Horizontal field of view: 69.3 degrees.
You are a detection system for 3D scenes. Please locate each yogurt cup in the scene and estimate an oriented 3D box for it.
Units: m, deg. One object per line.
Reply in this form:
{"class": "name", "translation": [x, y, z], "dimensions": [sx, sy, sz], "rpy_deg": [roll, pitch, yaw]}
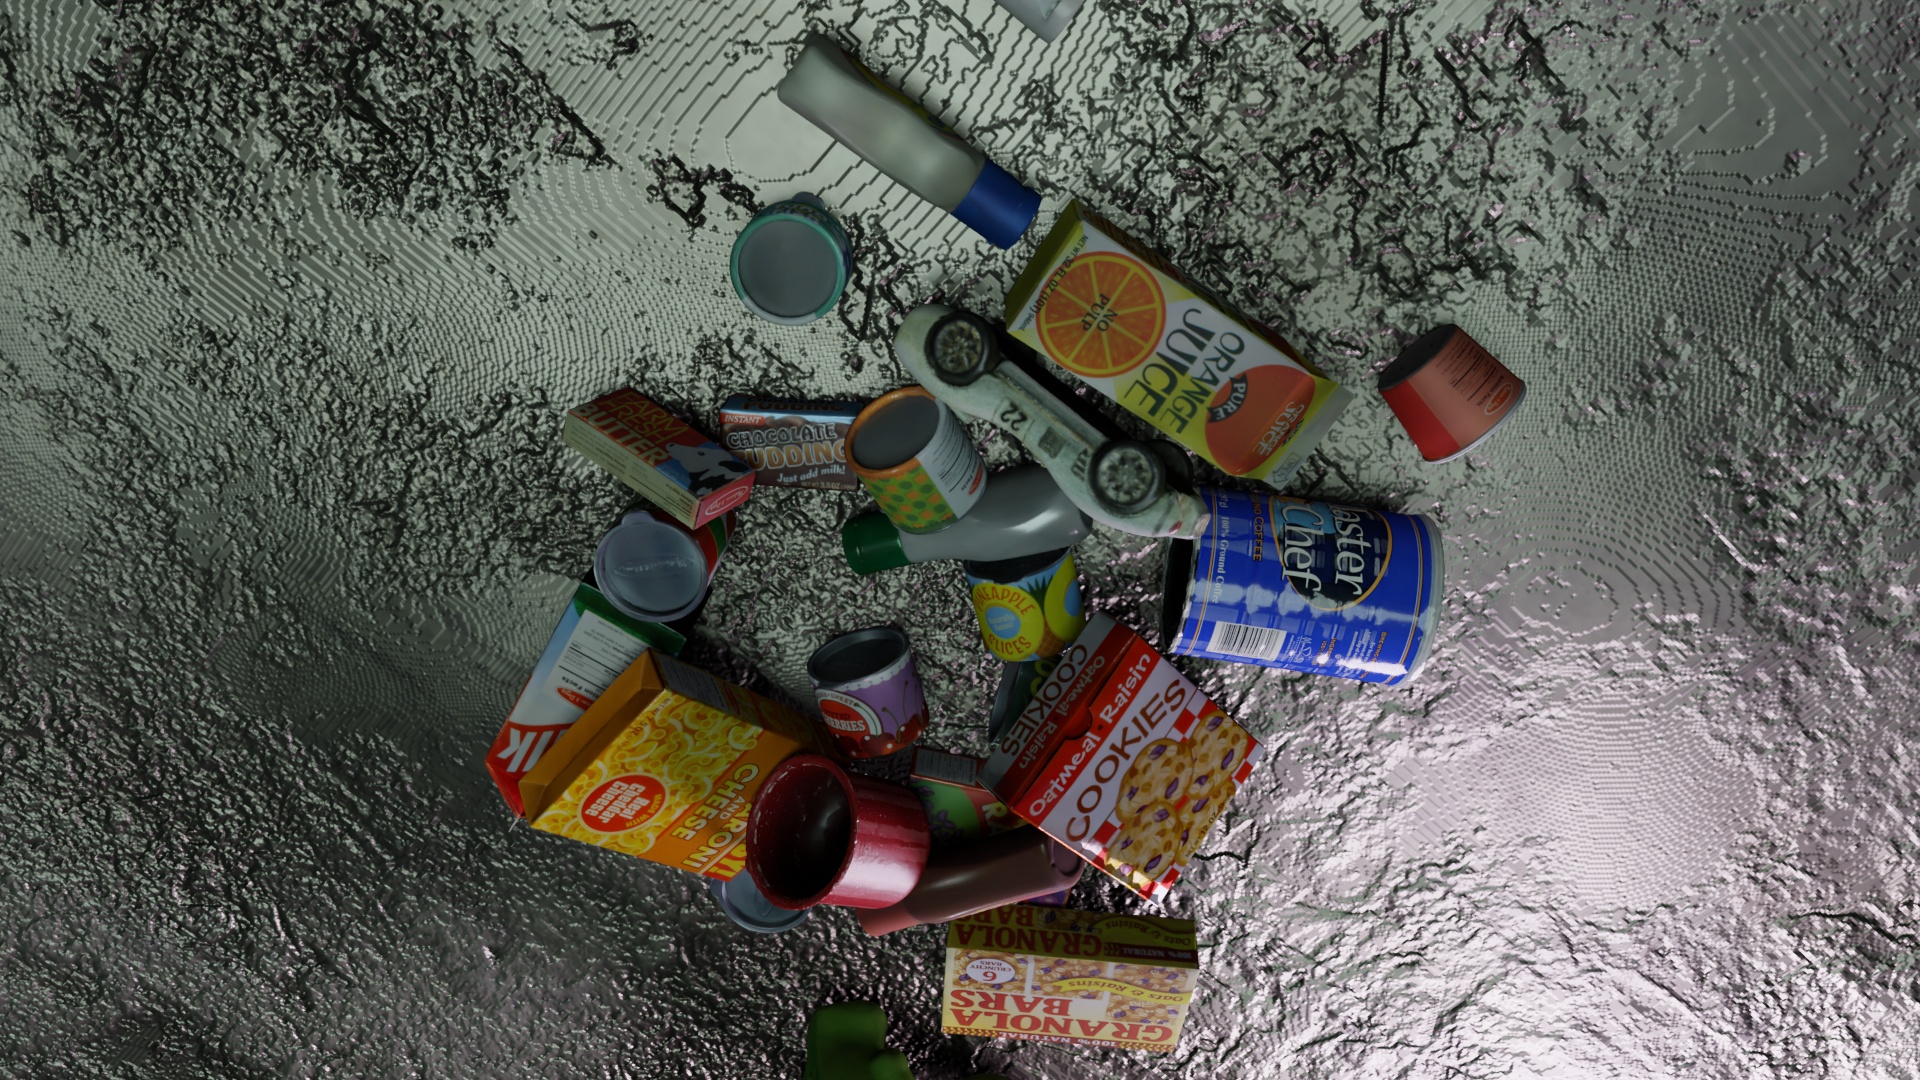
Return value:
{"class": "yogurt cup", "translation": [0.272, -0.084, 0.779], "dimensions": [0.072, 0.072, 0.054], "rpy_deg": [-41, 98, 19]}

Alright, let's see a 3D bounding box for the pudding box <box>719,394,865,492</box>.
{"class": "pudding box", "translation": [-0.099, -0.059, 0.829], "dimensions": [0.084, 0.030, 0.049], "rpy_deg": [4, 113, 1]}

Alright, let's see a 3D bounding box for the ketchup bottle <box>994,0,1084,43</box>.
{"class": "ketchup bottle", "translation": [-0.002, -0.313, 0.704], "dimensions": [0.149, 0.044, 0.064], "rpy_deg": [35, 111, -12]}

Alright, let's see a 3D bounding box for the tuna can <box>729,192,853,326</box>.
{"class": "tuna can", "translation": [-0.095, -0.158, 0.784], "dimensions": [0.071, 0.033, 0.070], "rpy_deg": [1, 115, 3]}

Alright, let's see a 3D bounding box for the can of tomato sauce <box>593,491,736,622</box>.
{"class": "can of tomato sauce", "translation": [-0.175, -0.001, 0.830], "dimensions": [0.071, 0.083, 0.071], "rpy_deg": [1, 114, 3]}

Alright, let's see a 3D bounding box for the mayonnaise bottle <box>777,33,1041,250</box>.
{"class": "mayonnaise bottle", "translation": [-0.026, -0.211, 0.742], "dimensions": [0.148, 0.065, 0.041], "rpy_deg": [32, 109, -15]}

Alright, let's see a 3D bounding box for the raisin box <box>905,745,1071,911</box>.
{"class": "raisin box", "translation": [0.020, 0.193, 0.929], "dimensions": [0.123, 0.040, 0.085], "rpy_deg": [12, 113, -3]}

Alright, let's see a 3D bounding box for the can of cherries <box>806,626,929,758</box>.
{"class": "can of cherries", "translation": [-0.059, 0.097, 0.874], "dimensions": [0.071, 0.072, 0.058], "rpy_deg": [-11, 114, 8]}

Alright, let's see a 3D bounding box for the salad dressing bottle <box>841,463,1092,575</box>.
{"class": "salad dressing bottle", "translation": [0.003, -0.010, 0.831], "dimensions": [0.147, 0.064, 0.043], "rpy_deg": [-11, 123, 17]}

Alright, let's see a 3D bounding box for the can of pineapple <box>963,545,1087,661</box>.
{"class": "can of pineapple", "translation": [0.039, 0.034, 0.841], "dimensions": [0.071, 0.071, 0.057], "rpy_deg": [-11, 113, 8]}

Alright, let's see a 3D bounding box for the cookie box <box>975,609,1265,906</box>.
{"class": "cookie box", "translation": [0.101, 0.135, 0.835], "dimensions": [0.123, 0.040, 0.167], "rpy_deg": [-54, 130, -6]}

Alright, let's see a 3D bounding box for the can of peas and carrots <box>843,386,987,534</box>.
{"class": "can of peas and carrots", "translation": [-0.028, -0.046, 0.802], "dimensions": [0.071, 0.071, 0.058], "rpy_deg": [-22, 136, 13]}

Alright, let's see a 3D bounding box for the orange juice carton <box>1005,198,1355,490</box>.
{"class": "orange juice carton", "translation": [0.123, -0.103, 0.773], "dimensions": [0.192, 0.073, 0.071], "rpy_deg": [31, 111, -11]}

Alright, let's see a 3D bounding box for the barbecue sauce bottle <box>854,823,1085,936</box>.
{"class": "barbecue sauce bottle", "translation": [0.003, 0.217, 0.887], "dimensions": [0.148, 0.065, 0.043], "rpy_deg": [-22, 87, 22]}

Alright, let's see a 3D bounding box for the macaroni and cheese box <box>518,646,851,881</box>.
{"class": "macaroni and cheese box", "translation": [-0.168, 0.146, 0.867], "dimensions": [0.123, 0.040, 0.166], "rpy_deg": [-45, 136, 12]}

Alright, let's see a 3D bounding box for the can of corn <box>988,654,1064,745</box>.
{"class": "can of corn", "translation": [0.056, 0.102, 0.871], "dimensions": [0.058, 0.071, 0.071], "rpy_deg": [17, 114, -5]}

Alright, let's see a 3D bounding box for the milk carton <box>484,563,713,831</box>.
{"class": "milk carton", "translation": [-0.239, 0.100, 0.886], "dimensions": [0.073, 0.072, 0.189], "rpy_deg": [30, 111, -9]}

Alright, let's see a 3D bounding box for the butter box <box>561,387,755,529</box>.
{"class": "butter box", "translation": [-0.175, -0.050, 0.806], "dimensions": [0.103, 0.053, 0.024], "rpy_deg": [32, 124, 16]}

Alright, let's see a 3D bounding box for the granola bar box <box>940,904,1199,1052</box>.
{"class": "granola bar box", "translation": [0.072, 0.300, 0.953], "dimensions": [0.166, 0.039, 0.123], "rpy_deg": [4, 135, 2]}

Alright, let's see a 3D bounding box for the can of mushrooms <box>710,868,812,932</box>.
{"class": "can of mushrooms", "translation": [-0.134, 0.234, 0.959], "dimensions": [0.071, 0.033, 0.070], "rpy_deg": [1, 115, 3]}
